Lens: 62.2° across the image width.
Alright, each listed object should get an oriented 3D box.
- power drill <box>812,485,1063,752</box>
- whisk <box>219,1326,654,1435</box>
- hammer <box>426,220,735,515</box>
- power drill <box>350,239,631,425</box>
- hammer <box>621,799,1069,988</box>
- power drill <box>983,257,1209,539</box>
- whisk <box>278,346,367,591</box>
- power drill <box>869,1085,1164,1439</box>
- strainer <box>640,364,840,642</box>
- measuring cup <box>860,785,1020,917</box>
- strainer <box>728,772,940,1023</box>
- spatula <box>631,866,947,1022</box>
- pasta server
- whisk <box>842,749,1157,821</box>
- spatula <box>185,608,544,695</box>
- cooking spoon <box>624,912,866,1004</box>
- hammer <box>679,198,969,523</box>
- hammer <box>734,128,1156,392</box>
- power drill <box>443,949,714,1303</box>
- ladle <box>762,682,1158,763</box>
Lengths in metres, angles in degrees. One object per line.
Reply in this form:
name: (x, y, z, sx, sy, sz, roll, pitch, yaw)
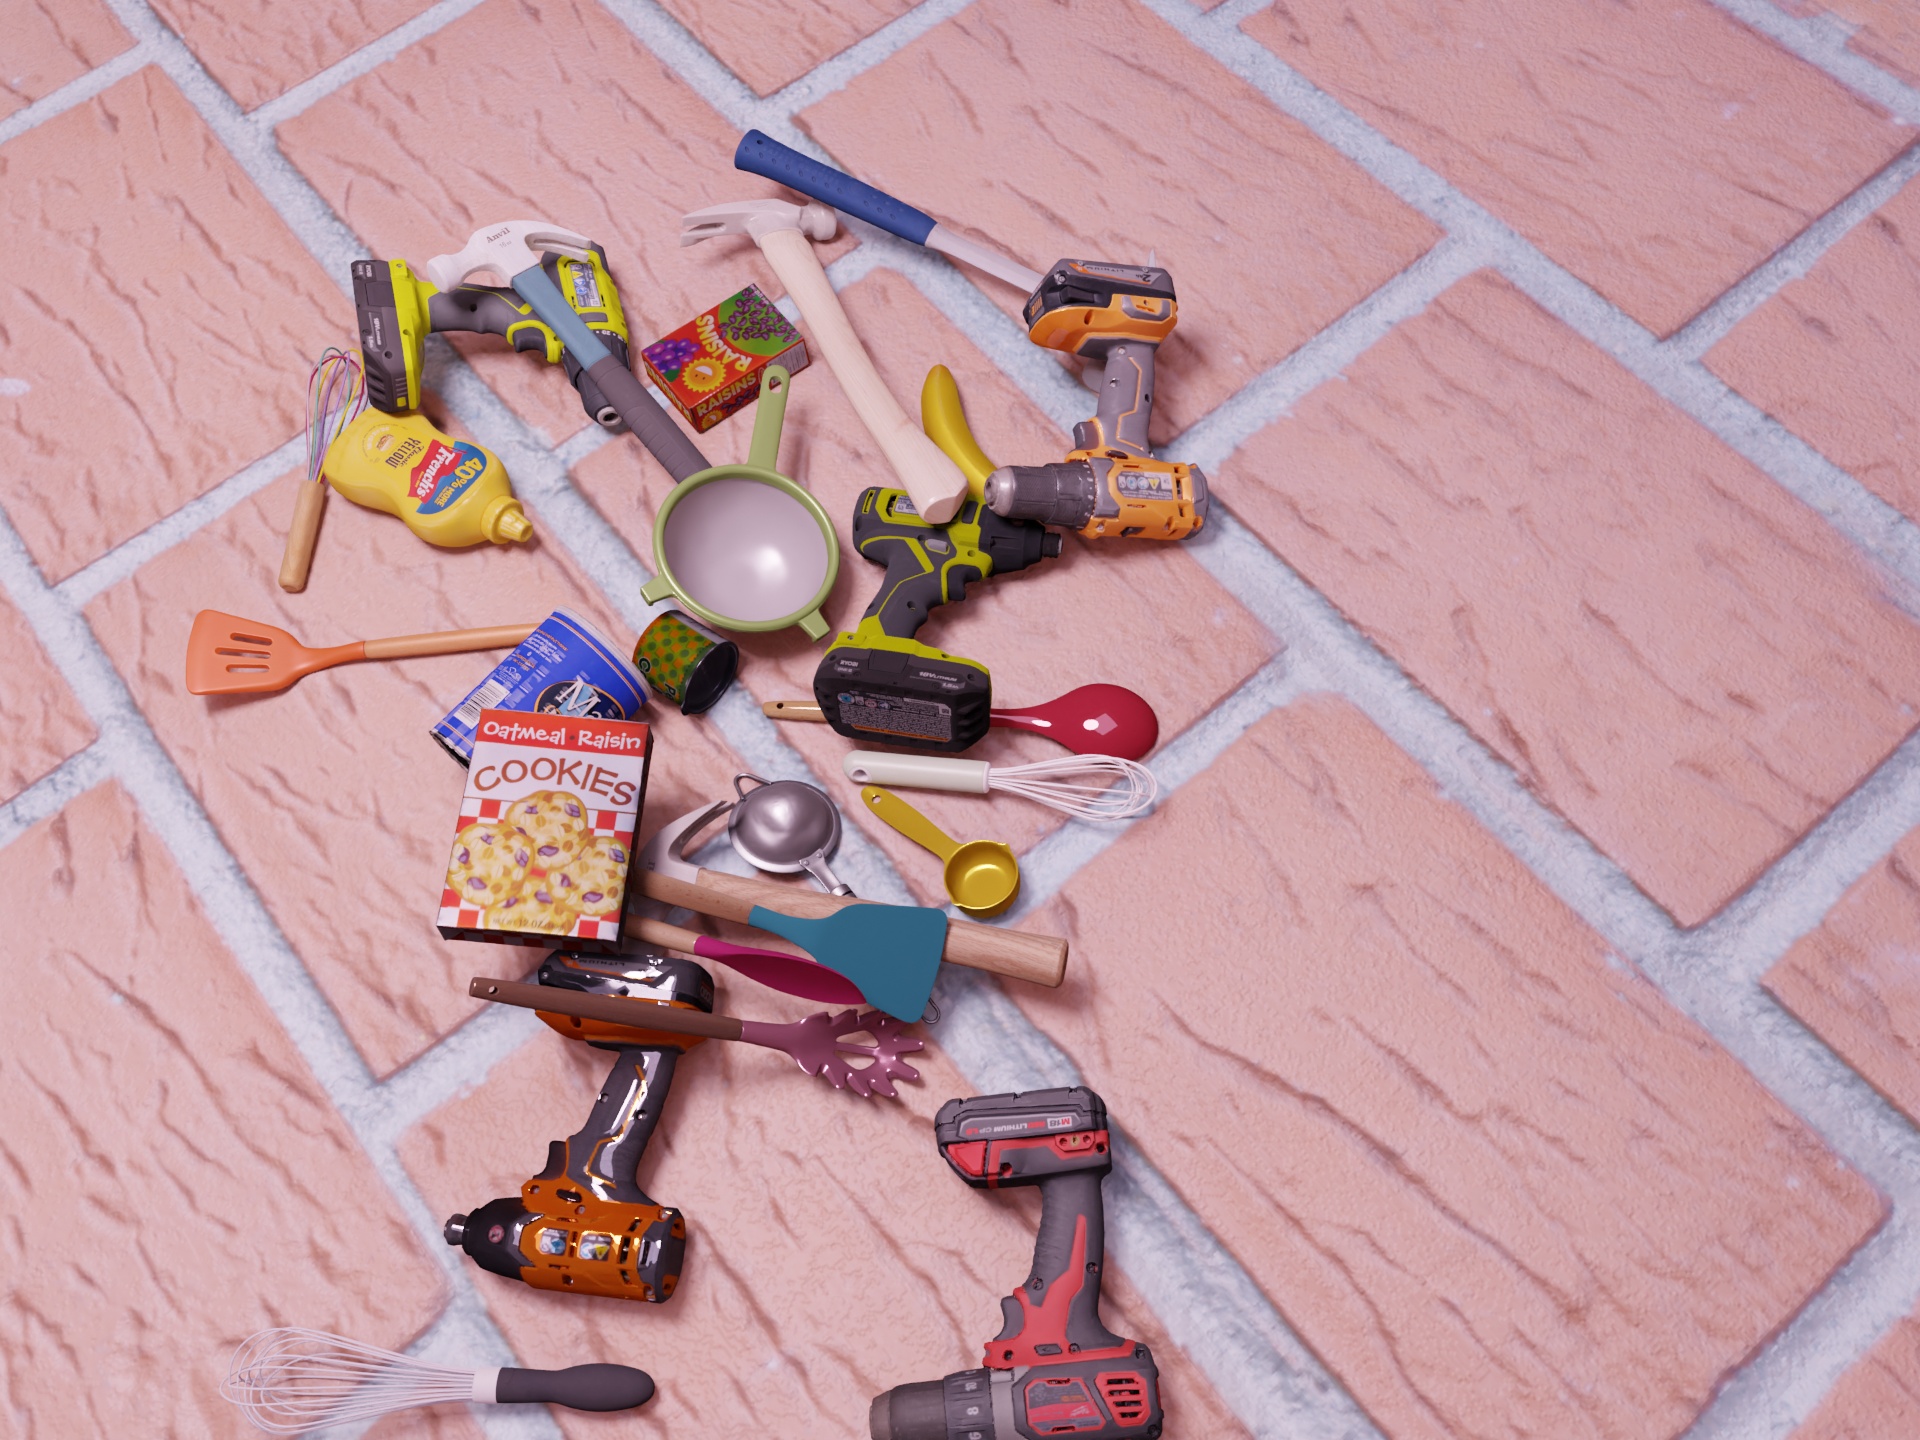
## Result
power drill: (-0.018, -0.089, 1.261, 0.171, 0.080, 0.223, 8, 54, 9)
whisk: (-0.345, 0.440, 1.054, 0.284, 0.070, 0.070, 1, 64, 0)
hammer: (-0.300, -0.294, 1.359, 0.128, 0.033, 0.331, -39, 87, -26)
power drill: (-0.406, -0.334, 1.399, 0.228, 0.080, 0.191, -8, 63, -19)
hammer: (-0.084, 0.141, 1.156, 0.331, 0.031, 0.130, 10, 85, 13)
power drill: (0.102, -0.258, 1.302, 0.185, 0.084, 0.226, 0, 76, -19)
whisk: (-0.564, -0.227, 1.401, 0.047, 0.051, 0.245, 3, 67, 0)
power drill: (0.028, 0.368, 1.051, 0.188, 0.080, 0.227, -7, 67, 2)
strainer: (-0.174, -0.175, 1.319, 0.151, 0.069, 0.257, 12, 63, -13)
measuring cup: (-0.018, 0.097, 1.216, 0.157, 0.029, 0.062, 34, 71, 31)
strainer: (-0.094, 0.124, 1.197, 0.087, 0.050, 0.259, -30, 68, -26)
spatula: (-0.168, 0.136, 1.148, 0.317, 0.044, 0.082, 14, 88, 18)
pasta server: (-0.174, 0.208, 1.085, 0.316, 0.040, 0.060, 15, 78, -25)
whisk: (0.028, 0.044, 1.224, 0.246, 0.057, 0.059, 5, 44, 11)
spatula: (-0.470, -0.065, 1.315, 0.322, 0.041, 0.081, -6, 63, 1)
cooking spoon: (-0.208, 0.155, 1.139, 0.319, 0.068, 0.017, 11, 60, 25)
hammer: (-0.109, -0.316, 1.360, 0.146, 0.038, 0.411, -14, 55, -23)
hammer: (-0.013, -0.435, 1.430, 0.405, 0.035, 0.144, 27, 68, 6)
power drill: (-0.263, 0.280, 1.112, 0.164, 0.084, 0.227, 4, 68, 7)
ladle: (-0.002, -0.004, 1.259, 0.315, 0.031, 0.069, 2, 64, 7)
